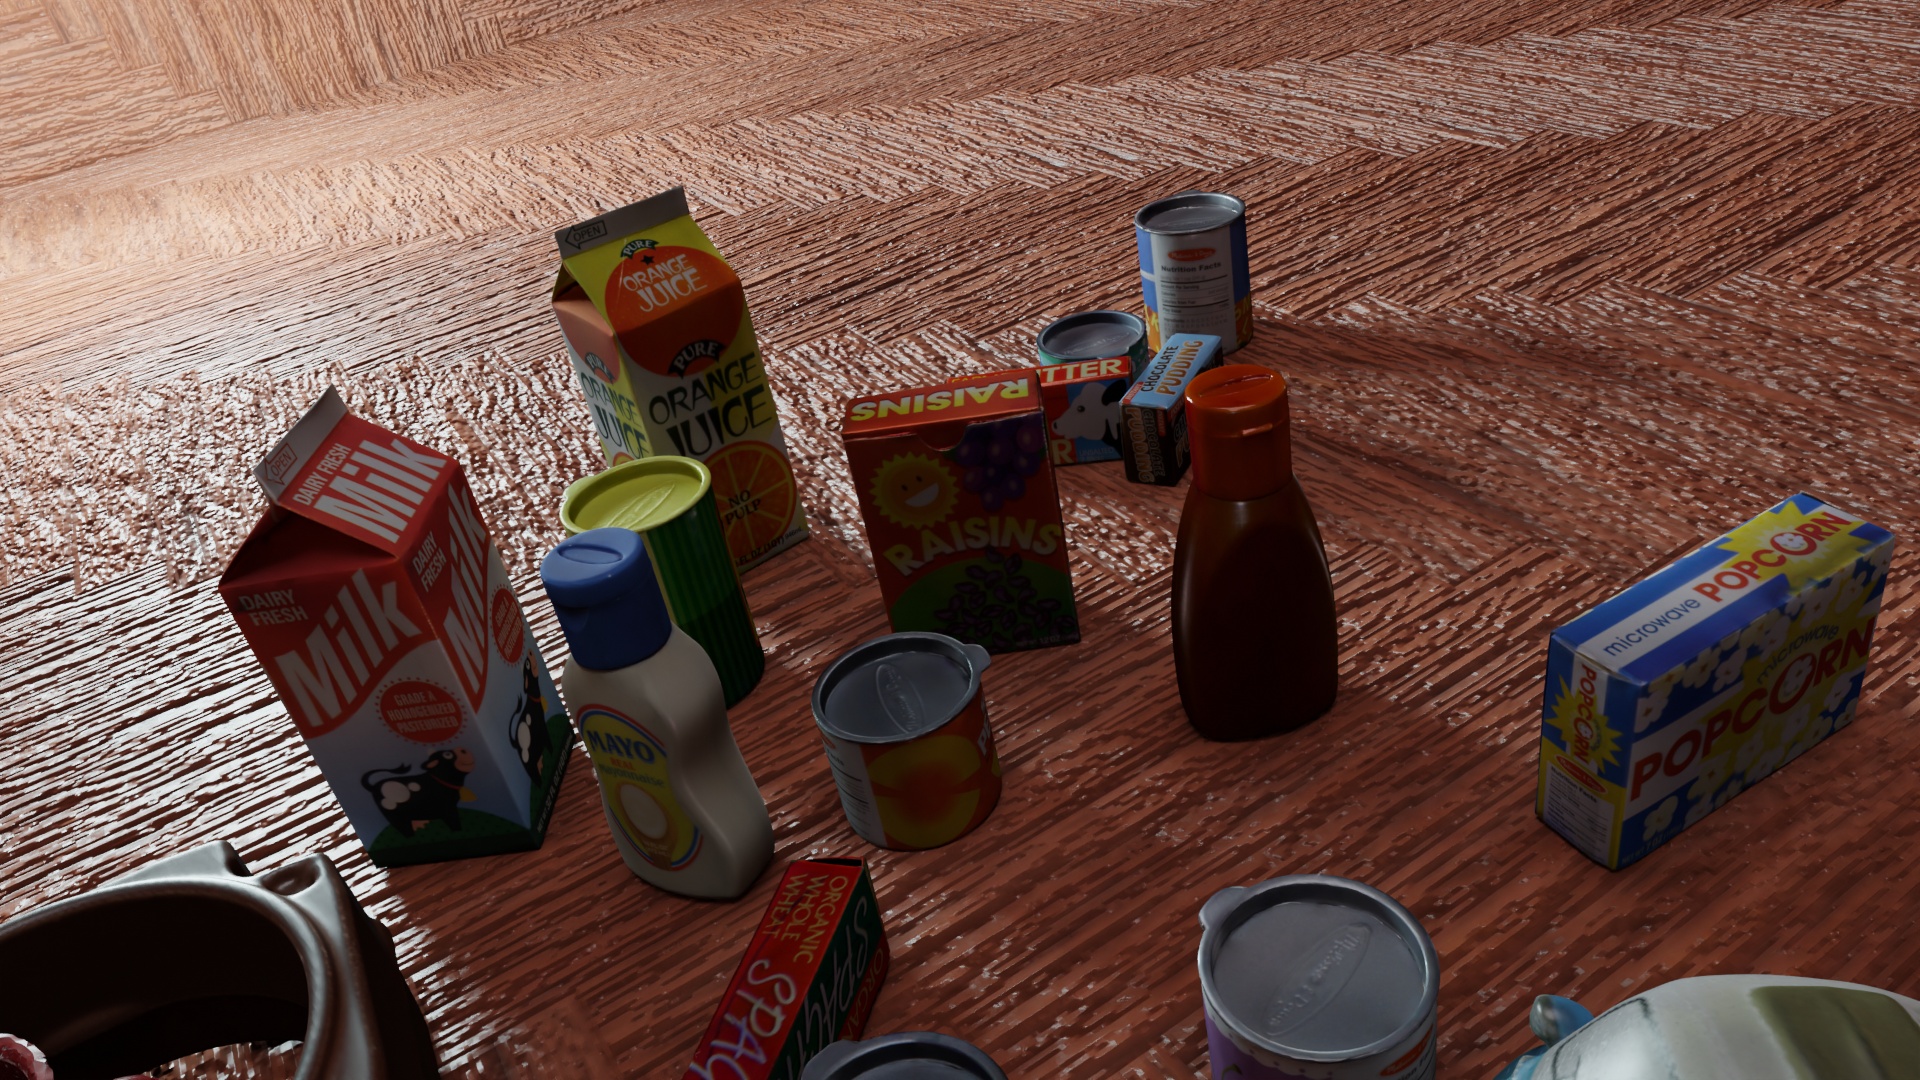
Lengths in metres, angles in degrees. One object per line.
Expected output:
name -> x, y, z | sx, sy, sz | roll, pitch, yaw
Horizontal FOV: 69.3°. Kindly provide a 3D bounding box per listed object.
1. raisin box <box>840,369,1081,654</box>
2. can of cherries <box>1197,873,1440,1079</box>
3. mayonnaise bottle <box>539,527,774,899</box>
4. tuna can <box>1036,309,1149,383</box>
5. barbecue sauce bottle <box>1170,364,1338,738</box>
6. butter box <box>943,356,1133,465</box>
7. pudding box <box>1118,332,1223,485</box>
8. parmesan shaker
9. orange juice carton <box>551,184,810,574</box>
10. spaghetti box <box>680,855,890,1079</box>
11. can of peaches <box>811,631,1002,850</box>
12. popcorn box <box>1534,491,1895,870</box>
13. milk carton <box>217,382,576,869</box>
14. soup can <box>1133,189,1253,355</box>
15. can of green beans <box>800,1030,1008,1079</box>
raisin box -> 0.002, -0.008, 0.613 | 0.086, 0.122, 0.040 | -8, 32, 6
can of cherries -> 0.104, 0.141, 0.409 | 0.071, 0.058, 0.072 | -8, 32, 5
mayonnaise bottle -> -0.114, 0.066, 0.511 | 0.065, 0.147, 0.041 | 7, 36, 27
tuna can -> 0.081, -0.109, 0.832 | 0.071, 0.032, 0.071 | -8, 32, 5
barbecue sauce bottle -> 0.111, 0.006, 0.533 | 0.065, 0.147, 0.044 | -15, 32, -5
butter box -> 0.045, -0.068, 0.759 | 0.103, 0.053, 0.024 | -5, 32, 10
pudding box -> 0.115, -0.072, 0.747 | 0.030, 0.049, 0.084 | 8, 37, 29
parmesan shaker -> -0.134, 0.022, 0.628 | 0.071, 0.102, 0.072 | -8, 32, 5
orange juice carton -> -0.144, -0.077, 0.703 | 0.072, 0.191, 0.073 | -31, 37, -28
spaghetti box -> -0.074, 0.195, 0.387 | 0.028, 0.050, 0.251 | 1, 34, 19
can of peaches -> -0.018, 0.078, 0.546 | 0.071, 0.057, 0.071 | -8, 32, 5
popcorn box -> 0.259, 0.048, 0.481 | 0.127, 0.084, 0.038 | -24, 34, -19
milk carton -> -0.224, 0.036, 0.552 | 0.073, 0.189, 0.073 | -8, 32, 5
soup can -> 0.144, -0.163, 0.849 | 0.071, 0.083, 0.072 | -8, 32, 5
can of green beans -> -0.012, 0.181, 0.383 | 0.071, 0.057, 0.071 | -8, 32, 5
